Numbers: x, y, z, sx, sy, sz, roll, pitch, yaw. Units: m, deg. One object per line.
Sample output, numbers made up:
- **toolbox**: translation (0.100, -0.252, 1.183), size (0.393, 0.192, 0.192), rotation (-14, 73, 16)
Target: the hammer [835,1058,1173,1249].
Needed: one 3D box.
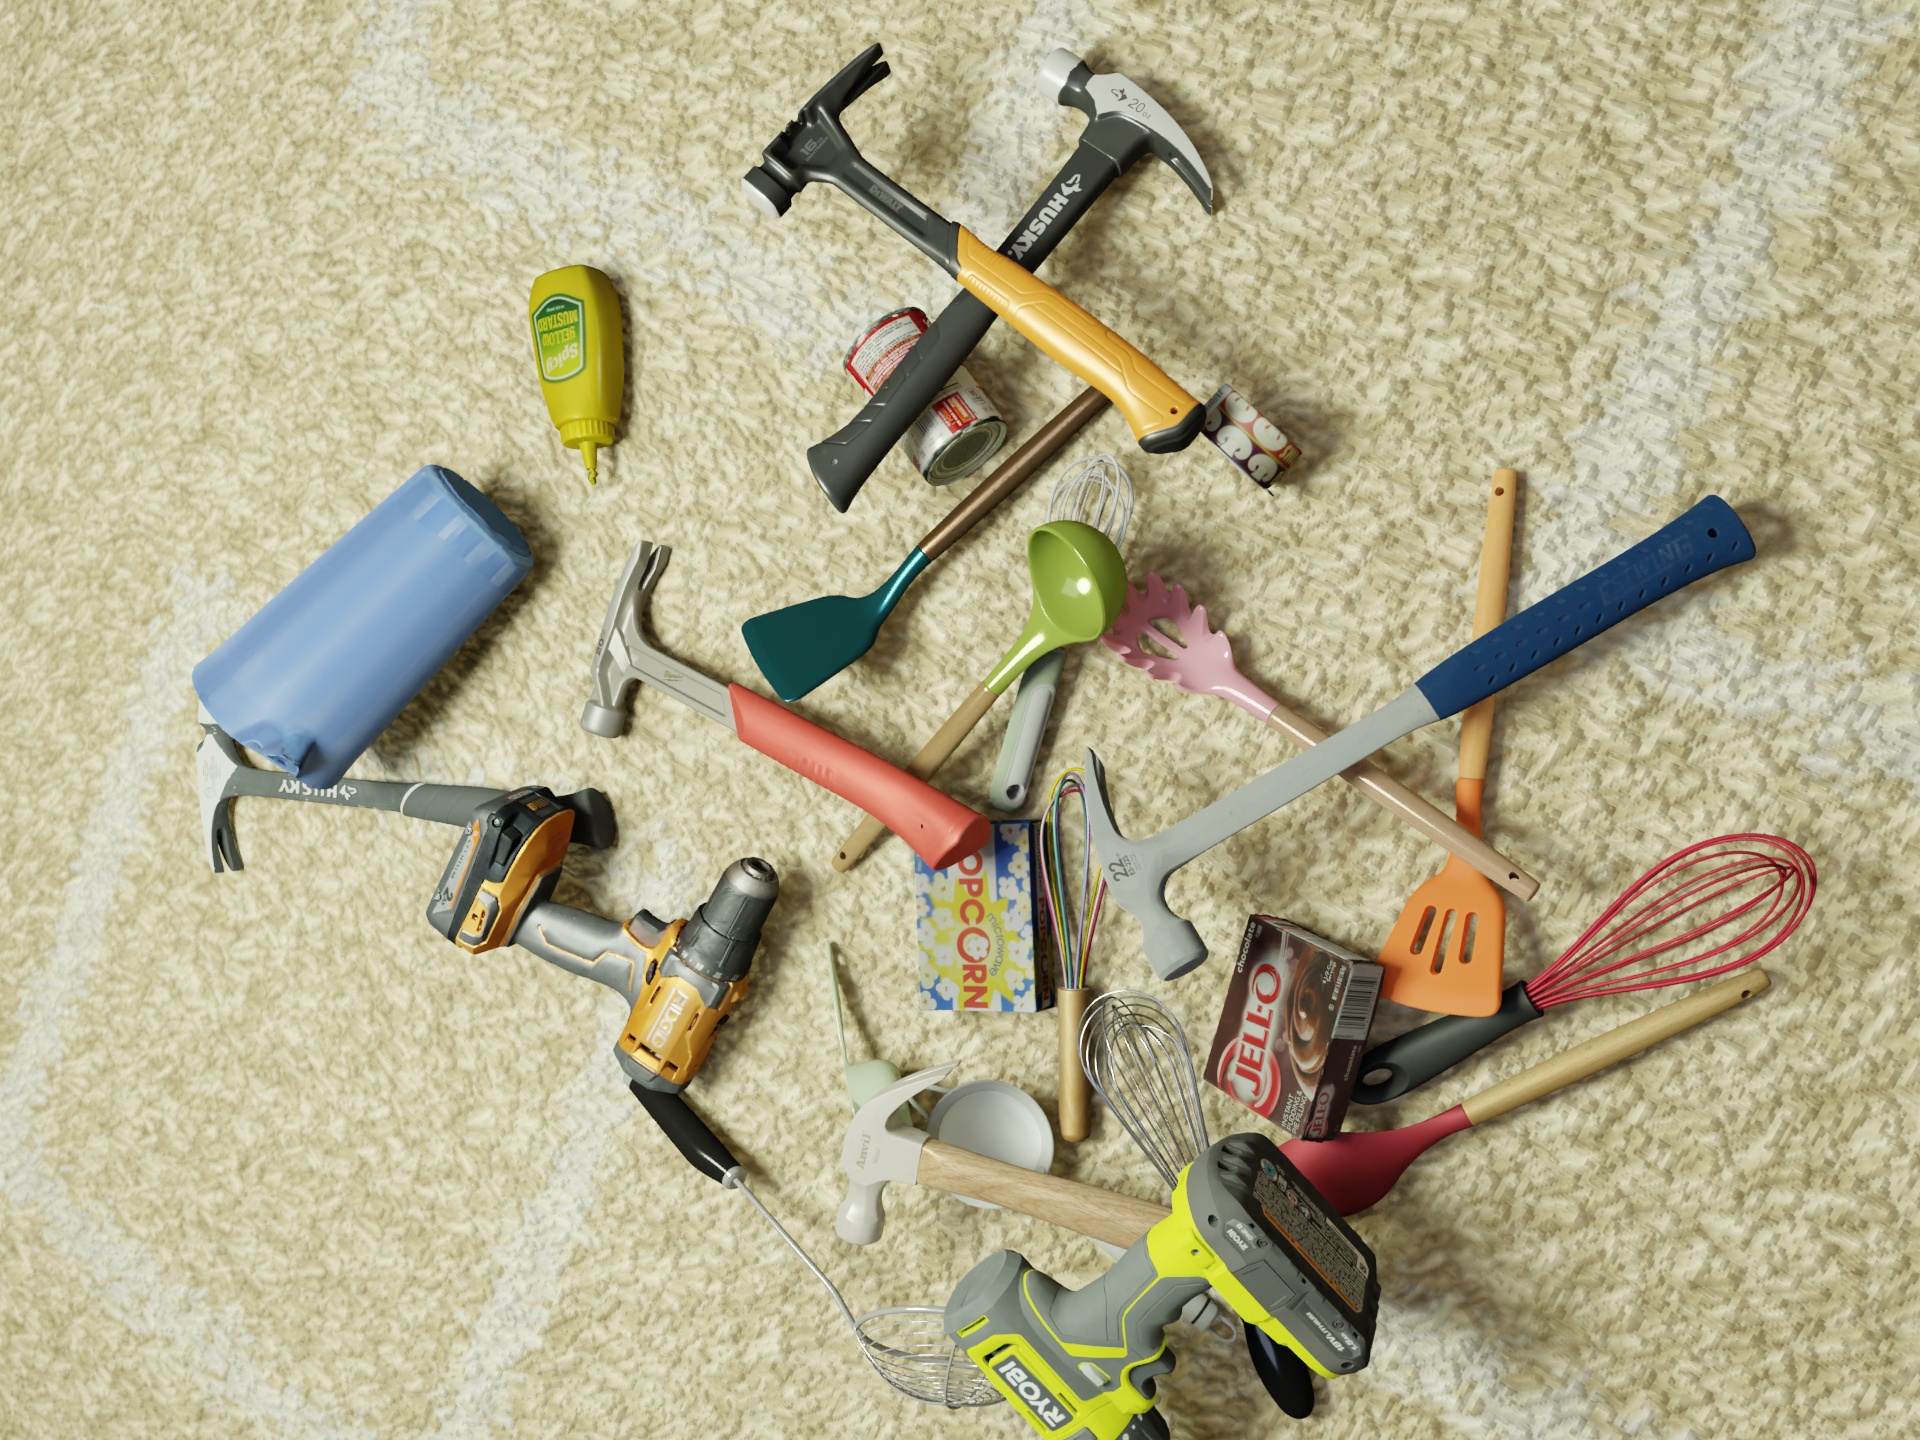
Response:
- **hammer**: translation (0.085, 0.299, 0.973), size (0.331, 0.031, 0.130), rotation (12, 102, 15)

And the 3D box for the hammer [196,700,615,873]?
- **hammer**: translation (-0.451, 0.066, 1.262), size (0.409, 0.036, 0.149), rotation (5, 92, 23)

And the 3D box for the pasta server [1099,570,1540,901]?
- **pasta server**: translation (0.210, 0.009, 0.961), size (0.316, 0.040, 0.060), rotation (38, 90, 28)

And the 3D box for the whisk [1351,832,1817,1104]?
- **whisk**: translation (0.347, 0.152, 0.915), size (0.296, 0.073, 0.073), rotation (-35, 76, 25)

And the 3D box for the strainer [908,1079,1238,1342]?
- **strainer**: translation (0.073, 0.317, 1.035), size (0.258, 0.050, 0.087), rotation (37, 100, 13)

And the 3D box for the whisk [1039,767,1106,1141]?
- **whisk**: translation (0.076, 0.153, 1.036), size (0.047, 0.051, 0.245), rotation (0, 92, 17)

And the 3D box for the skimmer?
- **skimmer**: translation (-0.096, 0.336, 1.095), size (0.090, 0.127, 0.364), rotation (-41, 57, -20)

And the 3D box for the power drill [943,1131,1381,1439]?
- **power drill**: translation (0.126, 0.358, 0.916), size (0.190, 0.080, 0.228), rotation (47, 117, -1)

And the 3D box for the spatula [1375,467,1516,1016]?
- **spatula**: translation (0.302, 0.010, 0.942), size (0.081, 0.041, 0.322), rotation (6, 90, 39)

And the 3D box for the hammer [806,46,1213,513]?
- **hammer**: translation (0.020, -0.268, 1.019), size (0.146, 0.035, 0.335), rotation (38, 86, 14)

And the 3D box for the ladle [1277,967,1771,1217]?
- **ladle**: translation (0.322, 0.221, 0.935), size (0.315, 0.031, 0.069), rotation (-31, 111, 16)

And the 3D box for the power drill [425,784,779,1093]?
- **power drill**: translation (-0.247, 0.134, 1.133), size (0.226, 0.084, 0.185), rotation (33, 108, 8)

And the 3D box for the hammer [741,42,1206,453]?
- **hammer**: translation (0.021, -0.283, 0.987), size (0.337, 0.034, 0.127), rotation (41, 88, 14)

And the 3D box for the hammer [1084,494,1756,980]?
- **hammer**: translation (0.256, -0.010, 0.918), size (0.405, 0.035, 0.144), rotation (-31, 68, 9)

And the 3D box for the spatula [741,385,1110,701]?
- **spatula**: translation (-0.009, -0.133, 1.061), size (0.317, 0.044, 0.082), rotation (-42, 54, 10)

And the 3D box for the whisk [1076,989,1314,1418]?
- **whisk**: translation (0.151, 0.302, 0.996), size (0.070, 0.070, 0.285), rotation (-27, 84, 20)

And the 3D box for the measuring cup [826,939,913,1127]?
- **measuring cup**: translation (-0.062, 0.226, 1.089), size (0.038, 0.083, 0.168), rotation (-11, 65, -5)

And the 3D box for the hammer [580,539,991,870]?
- **hammer**: translation (-0.123, -0.001, 1.090), size (0.359, 0.036, 0.149), rotation (26, 100, 33)

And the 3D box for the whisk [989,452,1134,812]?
- **whisk**: translation (0.062, -0.055, 1.043), size (0.059, 0.057, 0.246), rotation (36, 113, 63)

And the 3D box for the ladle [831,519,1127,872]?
- **ladle**: translation (-0.002, -0.003, 1.034), size (0.320, 0.062, 0.078), rotation (-49, 66, 28)
